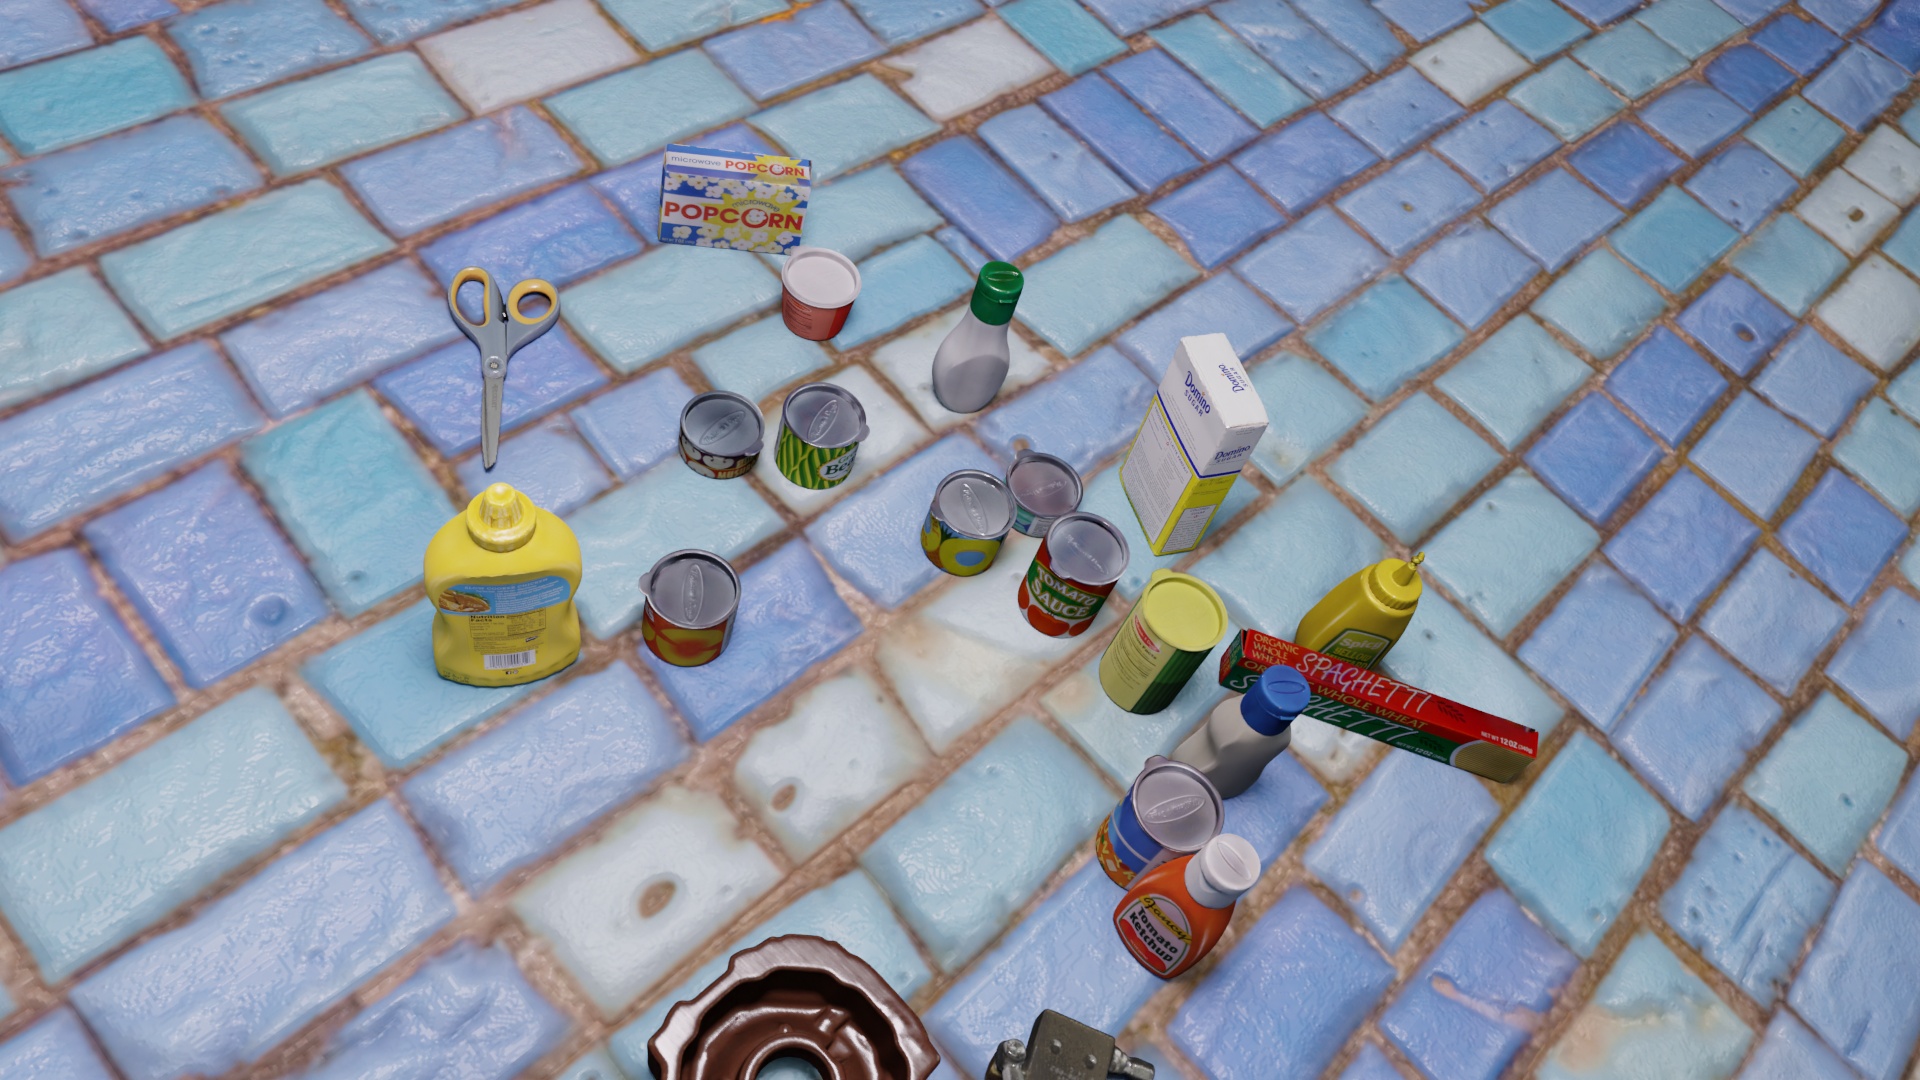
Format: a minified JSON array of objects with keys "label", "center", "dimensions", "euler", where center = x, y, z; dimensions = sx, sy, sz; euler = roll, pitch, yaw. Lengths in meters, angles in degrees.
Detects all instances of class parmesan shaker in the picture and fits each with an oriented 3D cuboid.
[{"label":"parmesan shaker","center":[0.150,0.077,1.047],"dimensions":[0.071,0.102,0.071],"euler":[8,54,-11]}]

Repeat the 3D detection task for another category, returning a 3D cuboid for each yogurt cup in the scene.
[{"label":"yogurt cup","center":[-0.123,-0.210,1.198],"dimensions":[0.072,0.053,0.073],"euler":[8,54,-11]}]

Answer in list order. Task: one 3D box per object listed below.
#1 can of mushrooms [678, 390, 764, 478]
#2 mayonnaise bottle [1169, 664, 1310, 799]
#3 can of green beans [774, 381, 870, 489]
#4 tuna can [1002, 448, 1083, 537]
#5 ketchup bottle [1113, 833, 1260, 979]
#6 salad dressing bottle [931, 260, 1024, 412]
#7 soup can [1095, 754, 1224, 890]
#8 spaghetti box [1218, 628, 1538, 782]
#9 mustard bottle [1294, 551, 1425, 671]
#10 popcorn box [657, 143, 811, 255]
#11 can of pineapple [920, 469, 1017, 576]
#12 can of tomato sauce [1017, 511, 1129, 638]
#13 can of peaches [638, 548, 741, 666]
[{"label":"can of mushrooms","center":[-0.188,-0.082,1.102],"dimensions":[0.071,0.033,0.071],"euler":[8,54,-11]},{"label":"mayonnaise bottle","center":[0.202,0.139,0.992],"dimensions":[0.065,0.147,0.041],"euler":[2,56,-15]},{"label":"can of green beans","center":[-0.113,-0.083,1.110],"dimensions":[0.071,0.057,0.071],"euler":[8,54,-11]},{"label":"tuna can","center":[0.064,-0.039,1.147],"dimensions":[0.071,0.032,0.071],"euler":[8,54,-11]},{"label":"ketchup bottle","center":[0.150,0.236,0.908],"dimensions":[0.044,0.148,0.065],"euler":[-31,69,-31]},{"label":"salad dressing bottle","center":[0.017,-0.167,1.151],"dimensions":[0.064,0.146,0.044],"euler":[-4,58,-19]},{"label":"soup can","center":[0.137,0.199,0.970],"dimensions":[0.071,0.083,0.072],"euler":[8,54,-11]},{"label":"spaghetti box","center":[0.328,0.131,1.095],"dimensions":[0.250,0.050,0.029],"euler":[19,53,-3]},{"label":"mustard bottle","center":[0.315,0.056,1.075],"dimensions":[0.065,0.159,0.049],"euler":[14,54,-7]},{"label":"popcorn box","center":[-0.199,-0.298,1.217],"dimensions":[0.127,0.084,0.038],"euler":[3,56,-15]},{"label":"can of pineapple","center":[0.004,-0.014,1.096],"dimensions":[0.071,0.057,0.071],"euler":[8,54,-11]},{"label":"can of tomato sauce","center":[0.085,0.029,1.074],"dimensions":[0.071,0.082,0.071],"euler":[8,54,-11]},{"label":"can of peaches","center":[-0.195,0.048,0.993],"dimensions":[0.071,0.057,0.071],"euler":[8,54,-11]}]
